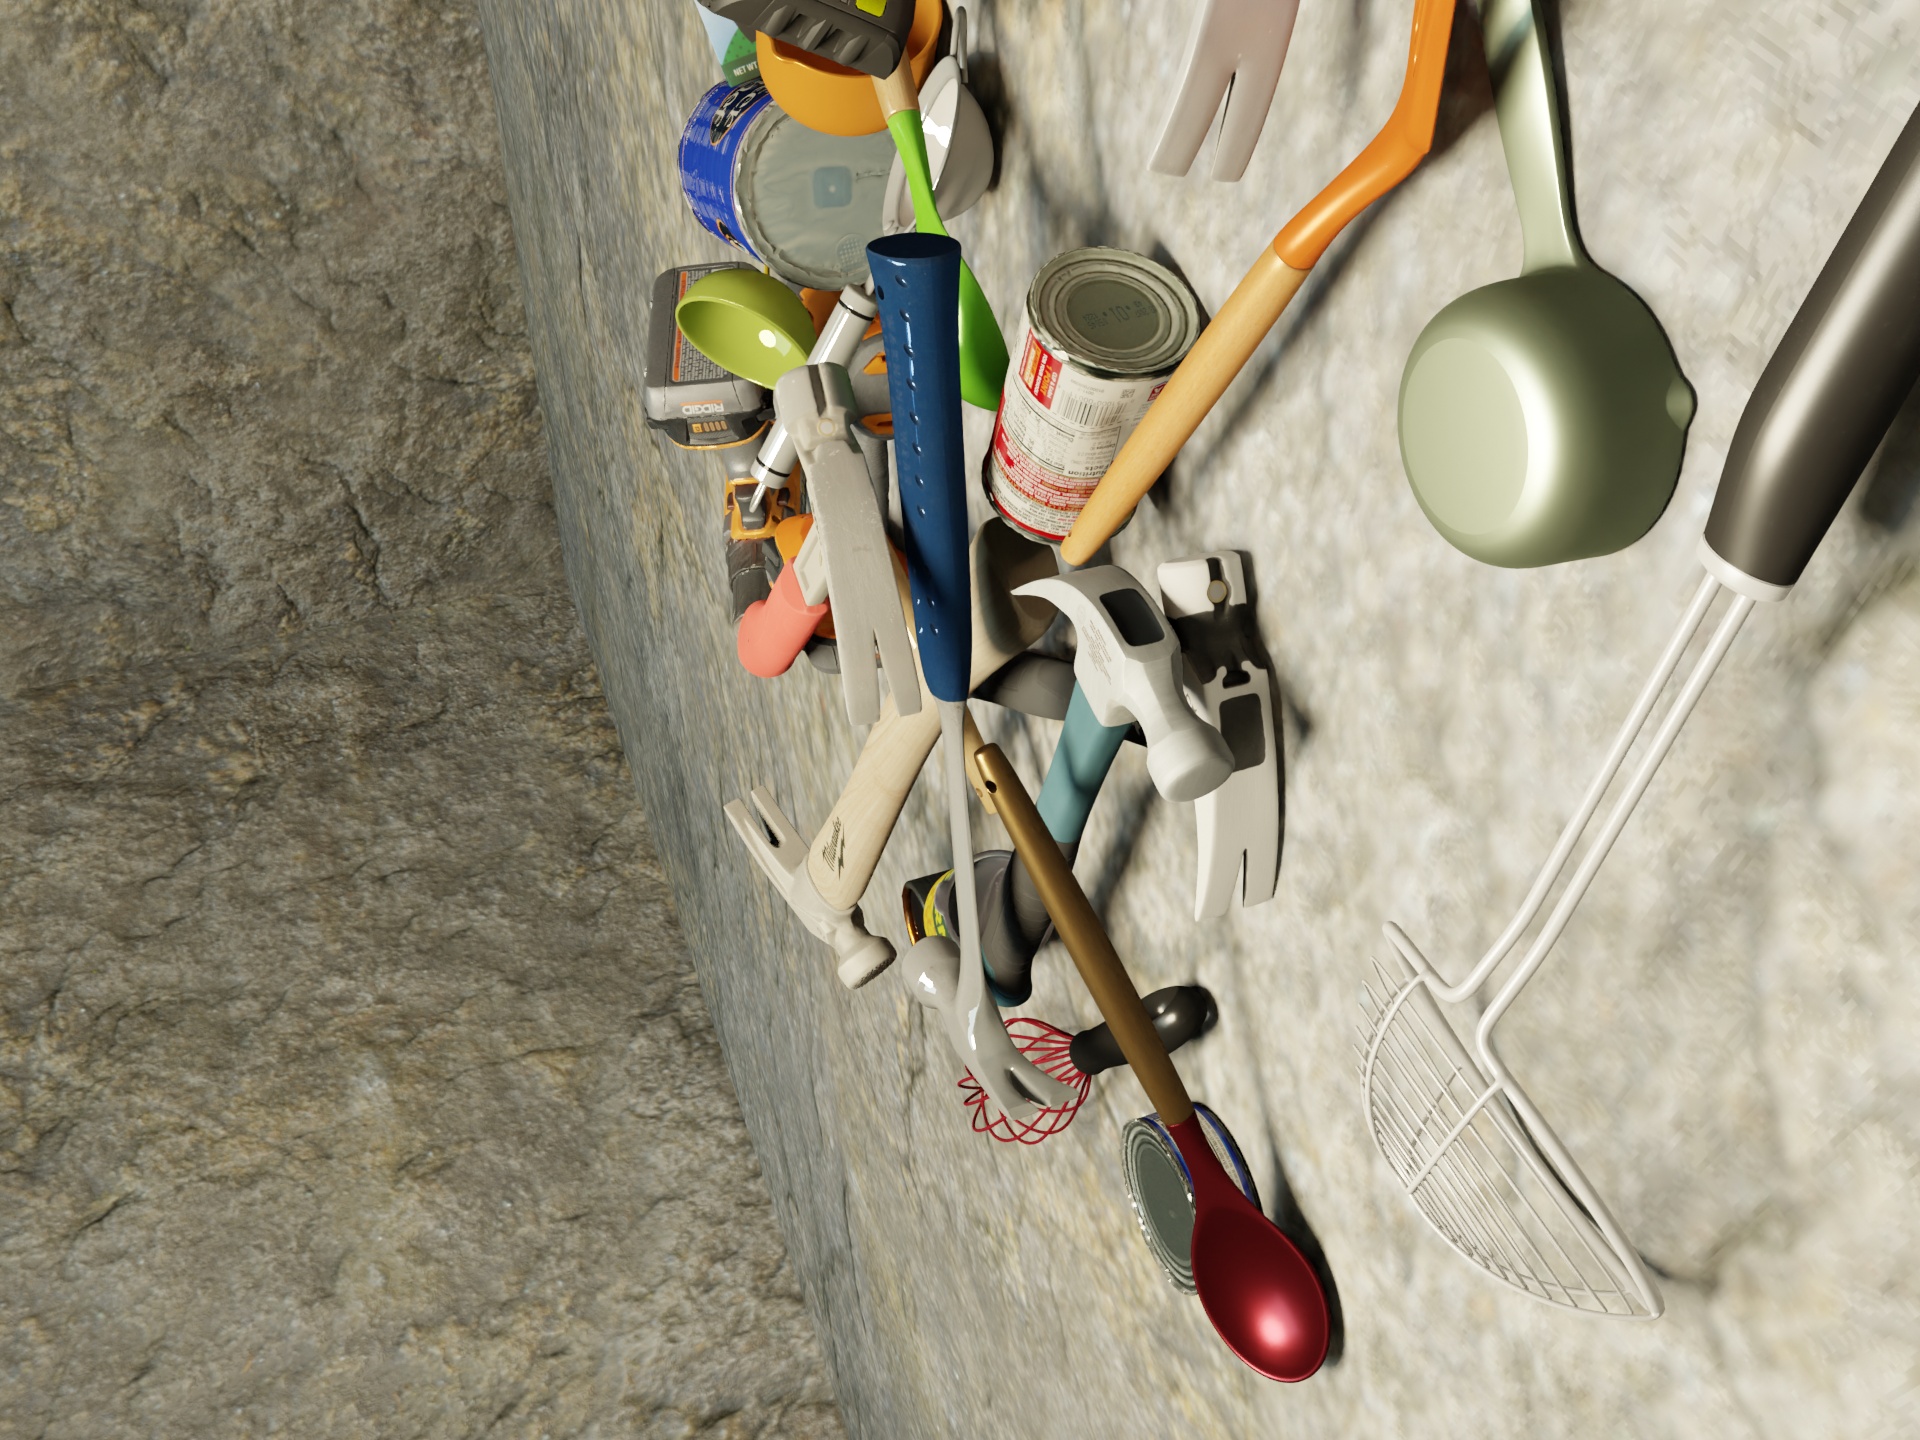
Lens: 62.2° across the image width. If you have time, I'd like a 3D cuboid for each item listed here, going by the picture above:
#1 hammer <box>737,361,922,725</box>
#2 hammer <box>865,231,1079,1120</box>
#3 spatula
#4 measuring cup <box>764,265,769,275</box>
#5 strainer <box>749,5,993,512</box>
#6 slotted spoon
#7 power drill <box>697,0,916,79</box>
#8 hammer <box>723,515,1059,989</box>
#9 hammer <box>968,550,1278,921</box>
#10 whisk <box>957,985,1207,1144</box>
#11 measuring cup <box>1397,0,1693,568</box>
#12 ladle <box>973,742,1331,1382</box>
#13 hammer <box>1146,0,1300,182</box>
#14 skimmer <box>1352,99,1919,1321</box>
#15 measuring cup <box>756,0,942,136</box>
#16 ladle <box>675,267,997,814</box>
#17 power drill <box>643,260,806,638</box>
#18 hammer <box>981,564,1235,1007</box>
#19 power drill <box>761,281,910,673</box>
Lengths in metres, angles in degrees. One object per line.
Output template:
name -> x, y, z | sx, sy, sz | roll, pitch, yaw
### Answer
hammer -> -0.080, -0.053, 0.809 | 0.359, 0.036, 0.149 | 150, 108, -76
hammer -> -0.001, -0.002, 0.696 | 0.144, 0.035, 0.405 | -133, 32, -54
spatula -> 0.085, -0.135, 0.500 | 0.322, 0.041, 0.081 | 126, 158, -60
measuring cup -> -0.108, -0.279, 0.995 | 0.062, 0.029, 0.157 | 103, 168, -74
strainer -> -0.043, -0.207, 0.762 | 0.258, 0.050, 0.087 | -58, 27, 23
slotted spoon -> -0.031, -0.281, 0.680 | 0.070, 0.031, 0.314 | 145, 112, -76
power drill -> -0.031, -0.364, 0.576 | 0.223, 0.080, 0.171 | -65, 34, 25
hammer -> -0.042, 0.014, 0.859 | 0.146, 0.038, 0.410 | 52, 148, 13
hammer -> 0.055, -0.008, 0.759 | 0.335, 0.035, 0.146 | -162, 60, -70
whisk -> 0.062, 0.182, 0.852 | 0.295, 0.073, 0.073 | 131, 123, -63
measuring cup -> 0.136, -0.120, 0.405 | 0.083, 0.038, 0.167 | -162, 57, -70
ladle -> 0.080, 0.148, 0.678 | 0.069, 0.031, 0.315 | -16, 106, 43
hammer -> 0.020, -0.300, 0.596 | 0.387, 0.038, 0.143 | -129, 44, -58
skimmer -> 0.182, 0.012, 0.385 | 0.127, 0.090, 0.363 | -118, 32, -46
measuring cup -> -0.085, -0.353, 0.771 | 0.174, 0.095, 0.052 | 42, 160, 11
ladle -> -0.057, -0.091, 0.843 | 0.320, 0.062, 0.078 | 65, 156, -4
power drill -> -0.150, -0.171, 1.083 | 0.226, 0.084, 0.186 | 79, -172, -60
hammer -> 0.043, 0.052, 0.723 | 0.330, 0.033, 0.128 | 105, 148, -56
power drill -> -0.071, -0.161, 0.965 | 0.164, 0.084, 0.226 | -121, 29, -45
